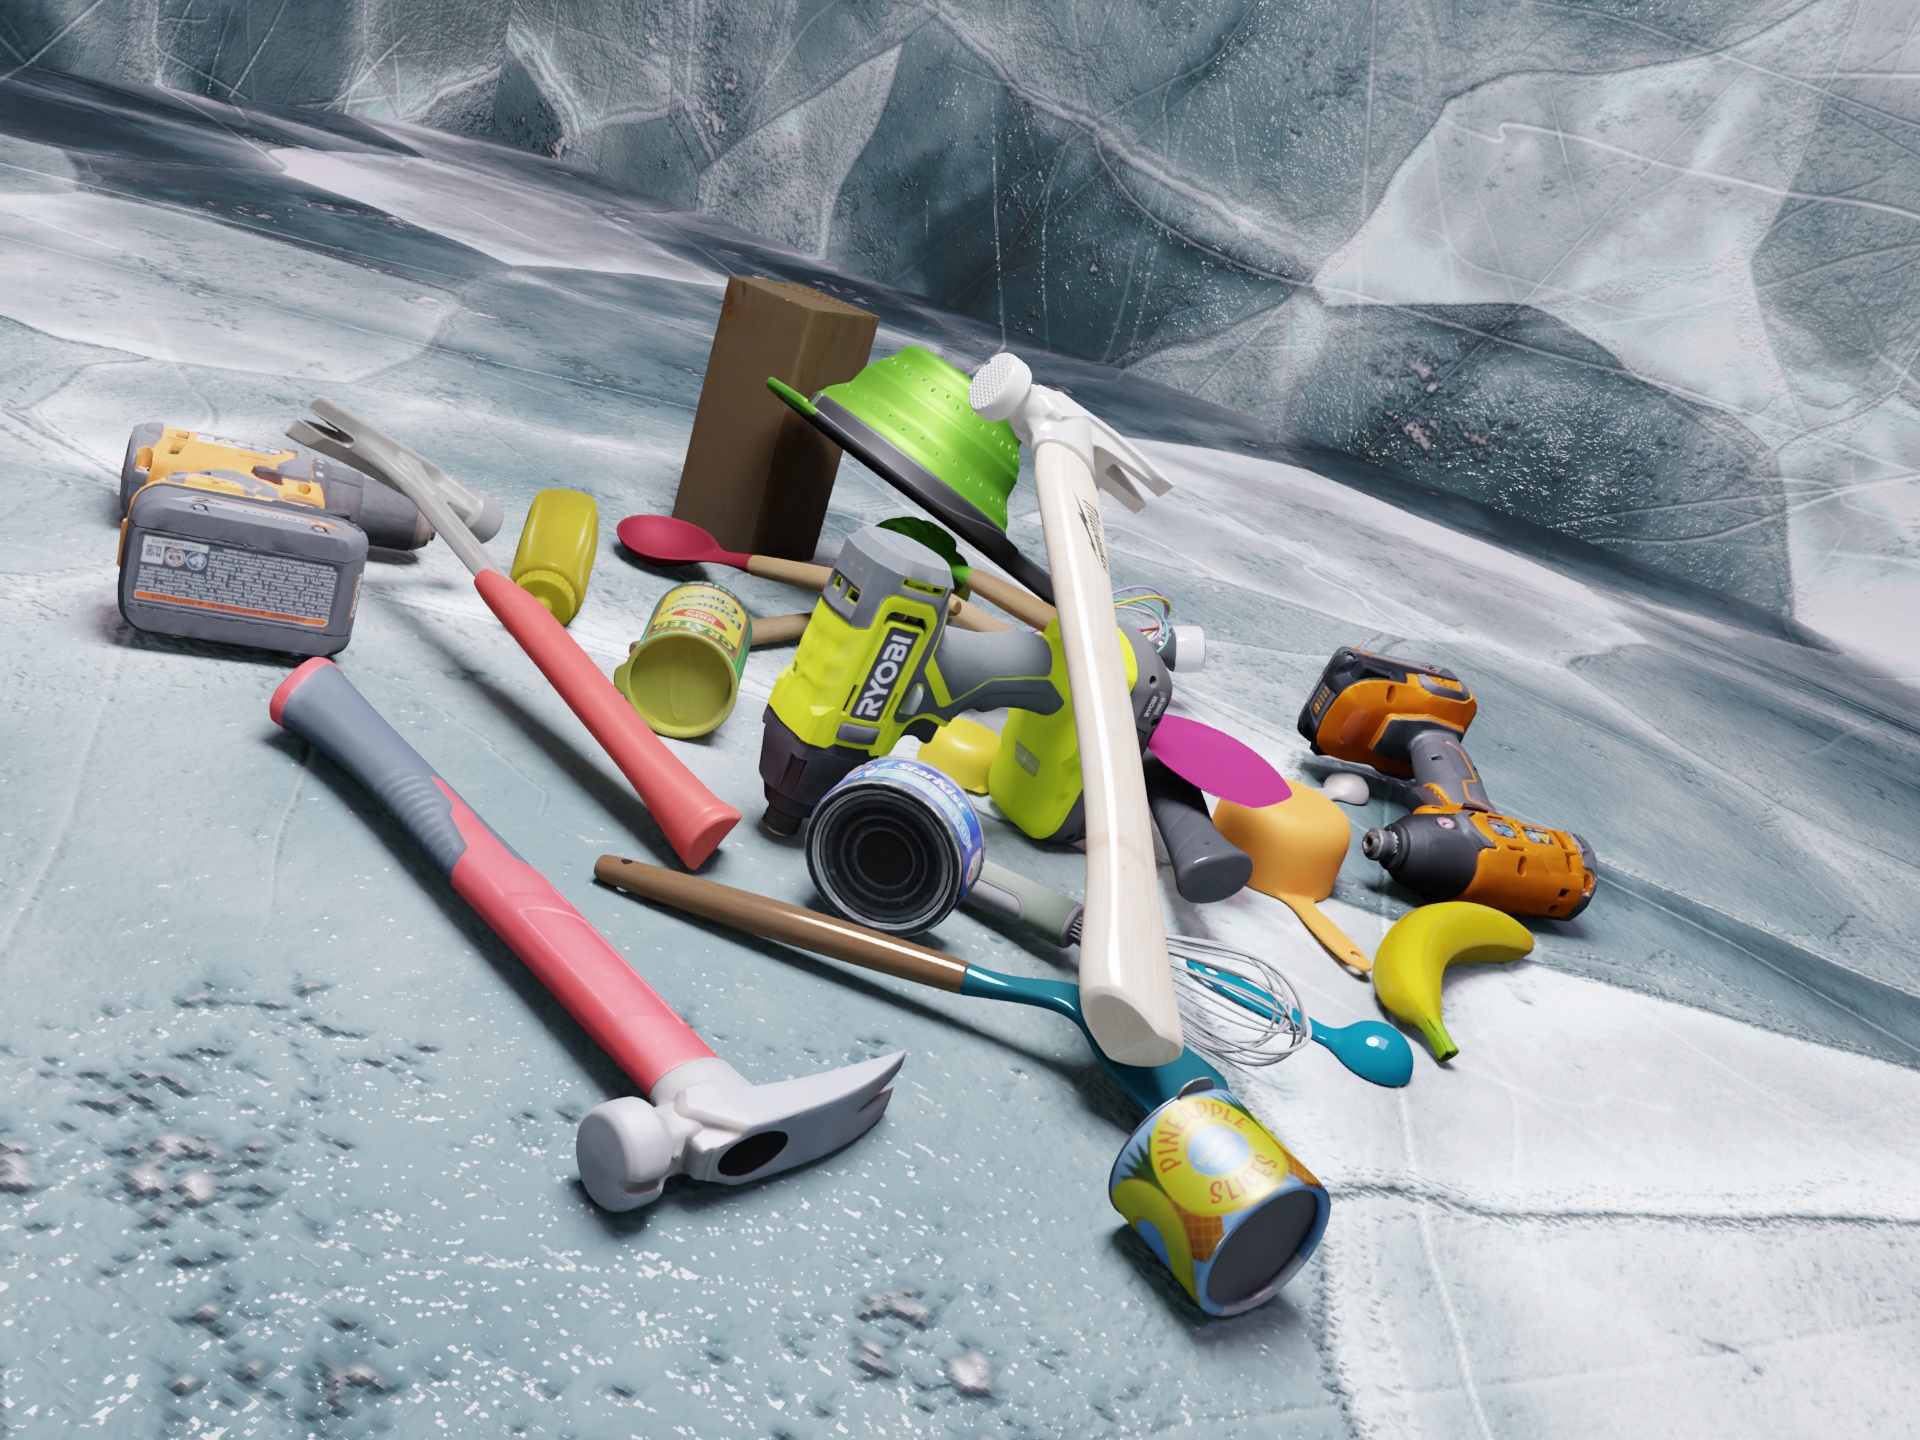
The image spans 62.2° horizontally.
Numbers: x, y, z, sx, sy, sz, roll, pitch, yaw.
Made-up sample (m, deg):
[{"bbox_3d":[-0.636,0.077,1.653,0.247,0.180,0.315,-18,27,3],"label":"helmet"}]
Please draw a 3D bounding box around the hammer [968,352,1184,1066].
[{"bbox_3d":[0.078,-0.014,0.820,0.146,0.038,0.411,29,42,-35],"label":"hammer"}]

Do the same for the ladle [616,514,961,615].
[{"bbox_3d":[-0.126,-0.107,1.125,0.316,0.031,0.069,15,28,35],"label":"ladle"}]

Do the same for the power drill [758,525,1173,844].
[{"bbox_3d":[-0.001,-0.003,0.889,0.223,0.171,0.080,11,22,-40],"label":"power drill"}]

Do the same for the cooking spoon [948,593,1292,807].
[{"bbox_3d":[0.080,-0.020,1.010,0.068,0.017,0.319,-13,35,-38],"label":"cooking spoon"}]

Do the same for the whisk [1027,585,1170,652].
[{"bbox_3d":[0.041,-0.046,1.106,0.245,0.051,0.047,-15,-5,-21],"label":"whisk"}]

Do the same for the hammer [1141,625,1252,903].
[{"bbox_3d":[0.121,0.013,1.044,0.149,0.036,0.409,0,21,-3],"label":"hammer"}]

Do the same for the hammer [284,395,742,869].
[{"bbox_3d":[-0.236,-0.050,0.869,0.359,0.036,0.149,45,6,31],"label":"hammer"}]

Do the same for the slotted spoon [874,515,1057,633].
[{"bbox_3d":[0.027,-0.091,1.108,0.070,0.031,0.314,-13,30,-33],"label":"slotted spoon"}]

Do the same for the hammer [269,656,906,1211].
[{"bbox_3d":[-0.192,0.070,0.709,0.143,0.038,0.387,-4,30,-47],"label":"hammer"}]

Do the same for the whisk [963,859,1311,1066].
[{"bbox_3d":[0.064,0.109,0.811,0.246,0.057,0.059,23,29,25],"label":"whisk"}]

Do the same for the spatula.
[{"bbox_3d":[-0.025,0.122,0.738,0.317,0.044,0.082,16,22,9],"label":"spatula"}]

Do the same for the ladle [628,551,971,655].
[{"bbox_3d":[-0.107,-0.081,1.130,0.078,0.062,0.320,16,19,36],"label":"ladle"}]

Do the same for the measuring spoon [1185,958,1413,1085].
[{"bbox_3d":[0.179,0.149,0.832,0.129,0.021,0.042,26,22,17],"label":"measuring spoon"}]

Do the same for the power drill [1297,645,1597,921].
[{"bbox_3d":[0.319,0.043,1.106,0.164,0.084,0.227,10,33,-21],"label":"power drill"}]

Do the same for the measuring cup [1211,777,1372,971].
[{"bbox_3d":[0.214,0.087,0.971,0.095,0.052,0.174,10,20,-21],"label":"measuring cup"}]

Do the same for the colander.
[{"bbox_3d":[0.038,-0.170,1.220,0.396,0.094,0.205,35,5,-29],"label":"colander"}]

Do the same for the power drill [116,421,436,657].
[{"bbox_3d":[-0.398,-0.111,0.942,0.185,0.084,0.226,9,18,-27],"label":"power drill"}]

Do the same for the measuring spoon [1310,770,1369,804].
[{"bbox_3d":[0.256,0.049,1.150,0.124,0.018,0.034,-3,29,-44],"label":"measuring spoon"}]

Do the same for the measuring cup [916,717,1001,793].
[{"bbox_3d":[0.045,0.023,1.026,0.156,0.029,0.062,5,24,-32],"label":"measuring cup"}]
